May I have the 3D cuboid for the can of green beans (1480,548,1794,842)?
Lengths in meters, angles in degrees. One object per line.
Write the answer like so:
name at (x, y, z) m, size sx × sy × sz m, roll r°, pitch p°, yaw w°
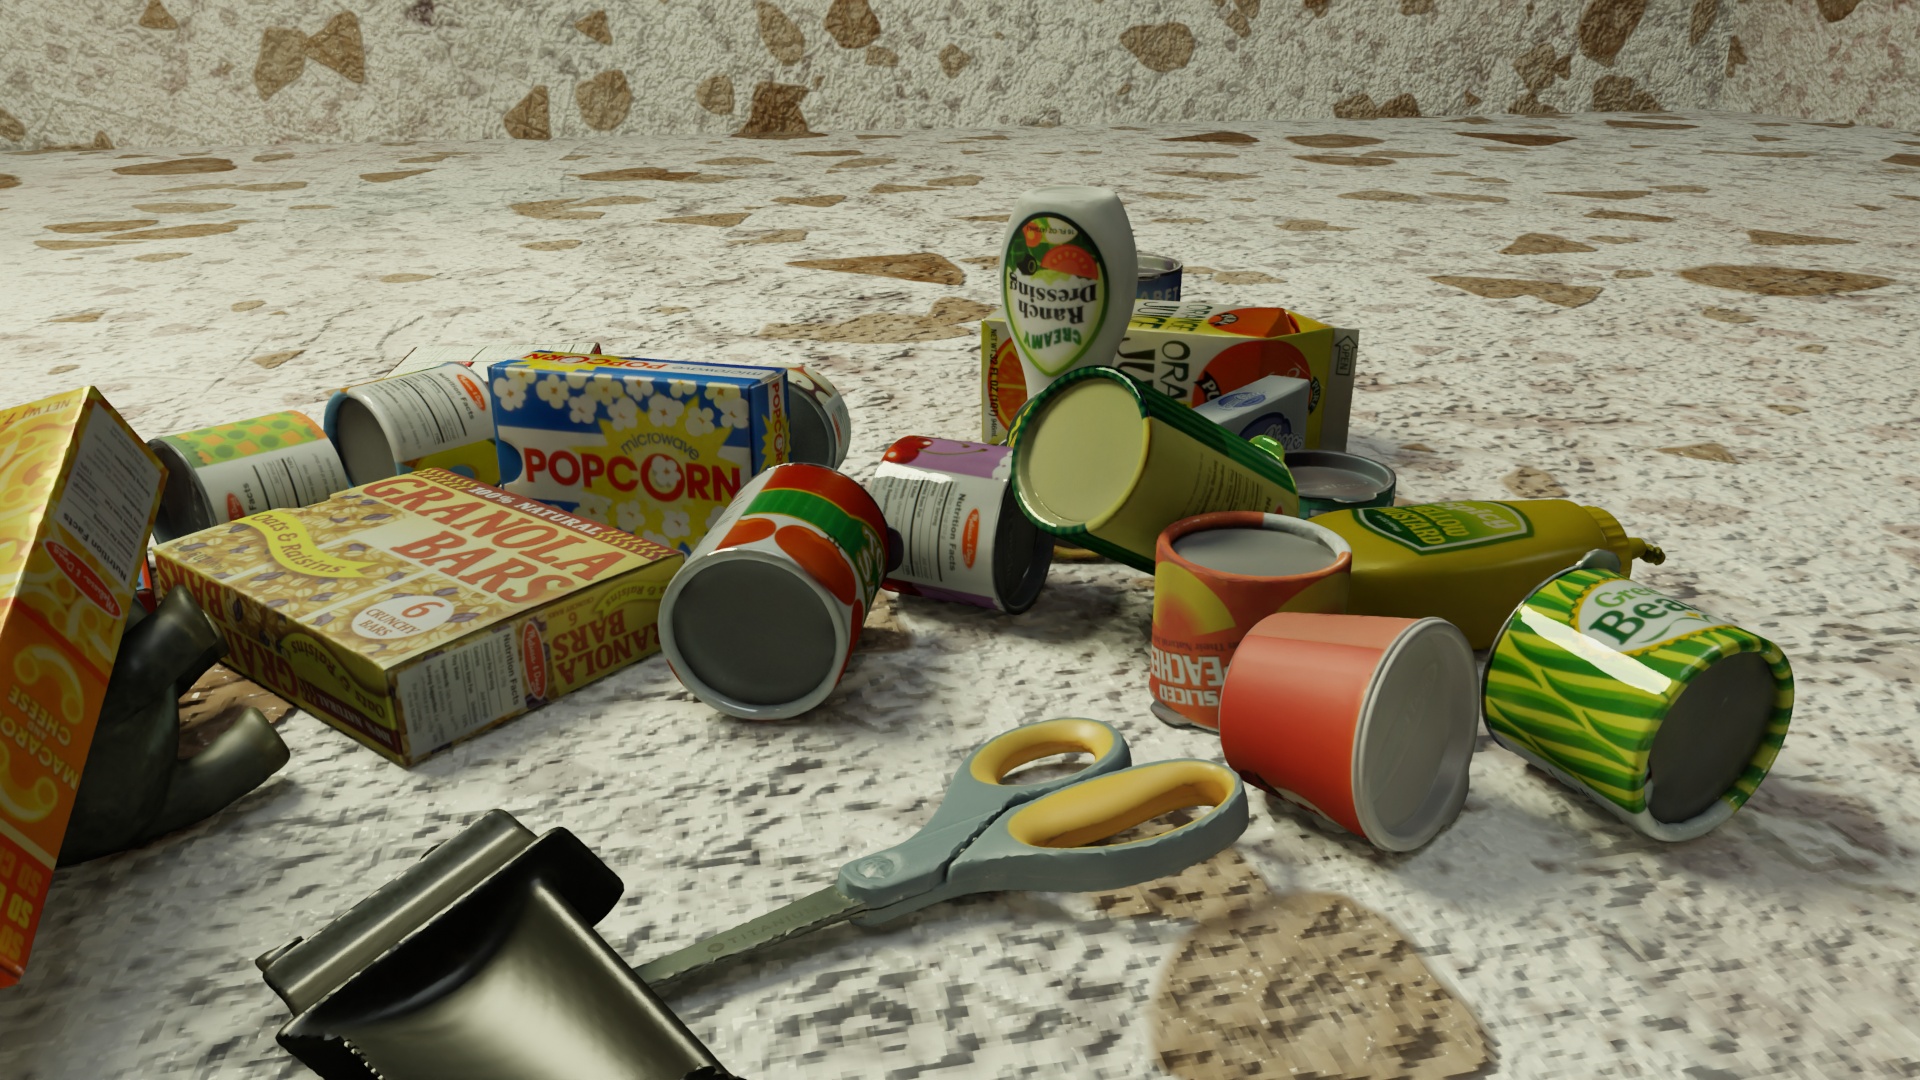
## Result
can of green beans at (0.202, 0.048, 0.417) m, size 0.071 × 0.071 × 0.058 m, roll -10°, pitch 24°, yaw -23°

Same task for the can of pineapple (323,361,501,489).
can of pineapple at (-0.259, -0.046, 0.661) m, size 0.071 × 0.070 × 0.058 m, roll 16°, pitch 26°, yaw 35°

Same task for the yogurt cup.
yogurt cup at (0.114, 0.052, 0.413) m, size 0.073 × 0.072 × 0.054 m, roll -20°, pitch 21°, yaw -41°

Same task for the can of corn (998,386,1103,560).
can of corn at (0.050, -0.031, 0.618) m, size 0.071 × 0.071 × 0.058 m, roll 1°, pitch 22°, yaw 3°

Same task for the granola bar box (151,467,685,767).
granola bar box at (-0.205, 0.019, 0.530) m, size 0.165 × 0.039 × 0.125 m, roll 16°, pitch 27°, yaw 35°

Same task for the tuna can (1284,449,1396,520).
tuna can at (0.160, -0.015, 0.619) m, size 0.071 × 0.032 × 0.071 m, roll 0°, pitch 22°, yaw 0°

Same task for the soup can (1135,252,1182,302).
soup can at (0.097, -0.122, 0.820) m, size 0.071 × 0.083 × 0.071 m, roll -1°, pitch 22°, yaw 0°

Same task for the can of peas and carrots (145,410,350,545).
can of peas and carrots at (-0.303, -0.018, 0.588) m, size 0.071 × 0.070 × 0.059 m, roll 16°, pitch 26°, yaw 35°

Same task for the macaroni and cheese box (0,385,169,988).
macaroni and cheese box at (-0.284, 0.043, 0.348) m, size 0.124 × 0.040 × 0.167 m, roll -16°, pitch 47°, yaw 0°

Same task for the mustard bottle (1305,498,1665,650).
mustard bottle at (0.203, 0.010, 0.534) m, size 0.160 × 0.048 × 0.065 m, roll -7°, pitch 24°, yaw -16°

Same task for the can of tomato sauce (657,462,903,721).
can of tomato sauce at (-0.062, 0.017, 0.498) m, size 0.071 × 0.071 × 0.083 m, roll 2°, pitch 22°, yaw 7°

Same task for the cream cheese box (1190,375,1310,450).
cream cheese box at (0.131, -0.042, 0.660) m, size 0.024 × 0.053 × 0.104 m, roll 15°, pitch 26°, yaw 38°

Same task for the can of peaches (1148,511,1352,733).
can of peaches at (0.098, 0.027, 0.480) m, size 0.071 × 0.057 × 0.071 m, roll 0°, pitch 22°, yaw 0°

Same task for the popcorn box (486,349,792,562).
popcorn box at (-0.136, -0.035, 0.601) m, size 0.127 × 0.085 × 0.038 m, roll 6°, pitch 21°, yaw 17°

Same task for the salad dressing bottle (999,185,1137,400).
salad dressing bottle at (0.050, -0.089, 0.652) m, size 0.064 × 0.147 × 0.044 m, roll 10°, pitch 25°, yaw 26°

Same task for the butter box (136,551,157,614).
butter box at (-0.353, 0.017, 0.555) m, size 0.053 × 0.024 × 0.103 m, roll -13°, pitch 25°, yaw -28°

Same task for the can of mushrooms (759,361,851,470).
can of mushrooms at (-0.090, -0.051, 0.668) m, size 0.071 × 0.070 × 0.033 m, roll 4°, pitch 21°, yaw 10°

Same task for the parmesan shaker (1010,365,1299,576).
parmesan shaker at (0.077, -0.023, 0.534) m, size 0.103 × 0.071 × 0.071 m, roll 21°, pitch 2°, yaw -45°

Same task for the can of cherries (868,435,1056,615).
can of cherries at (0.002, -0.007, 0.560) m, size 0.058 × 0.071 × 0.072 m, roll 8°, pitch 23°, yaw 24°

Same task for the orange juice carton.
orange juice carton at (0.113, -0.087, 0.748) m, size 0.193 × 0.071 × 0.073 m, roll 7°, pitch 23°, yaw 18°
